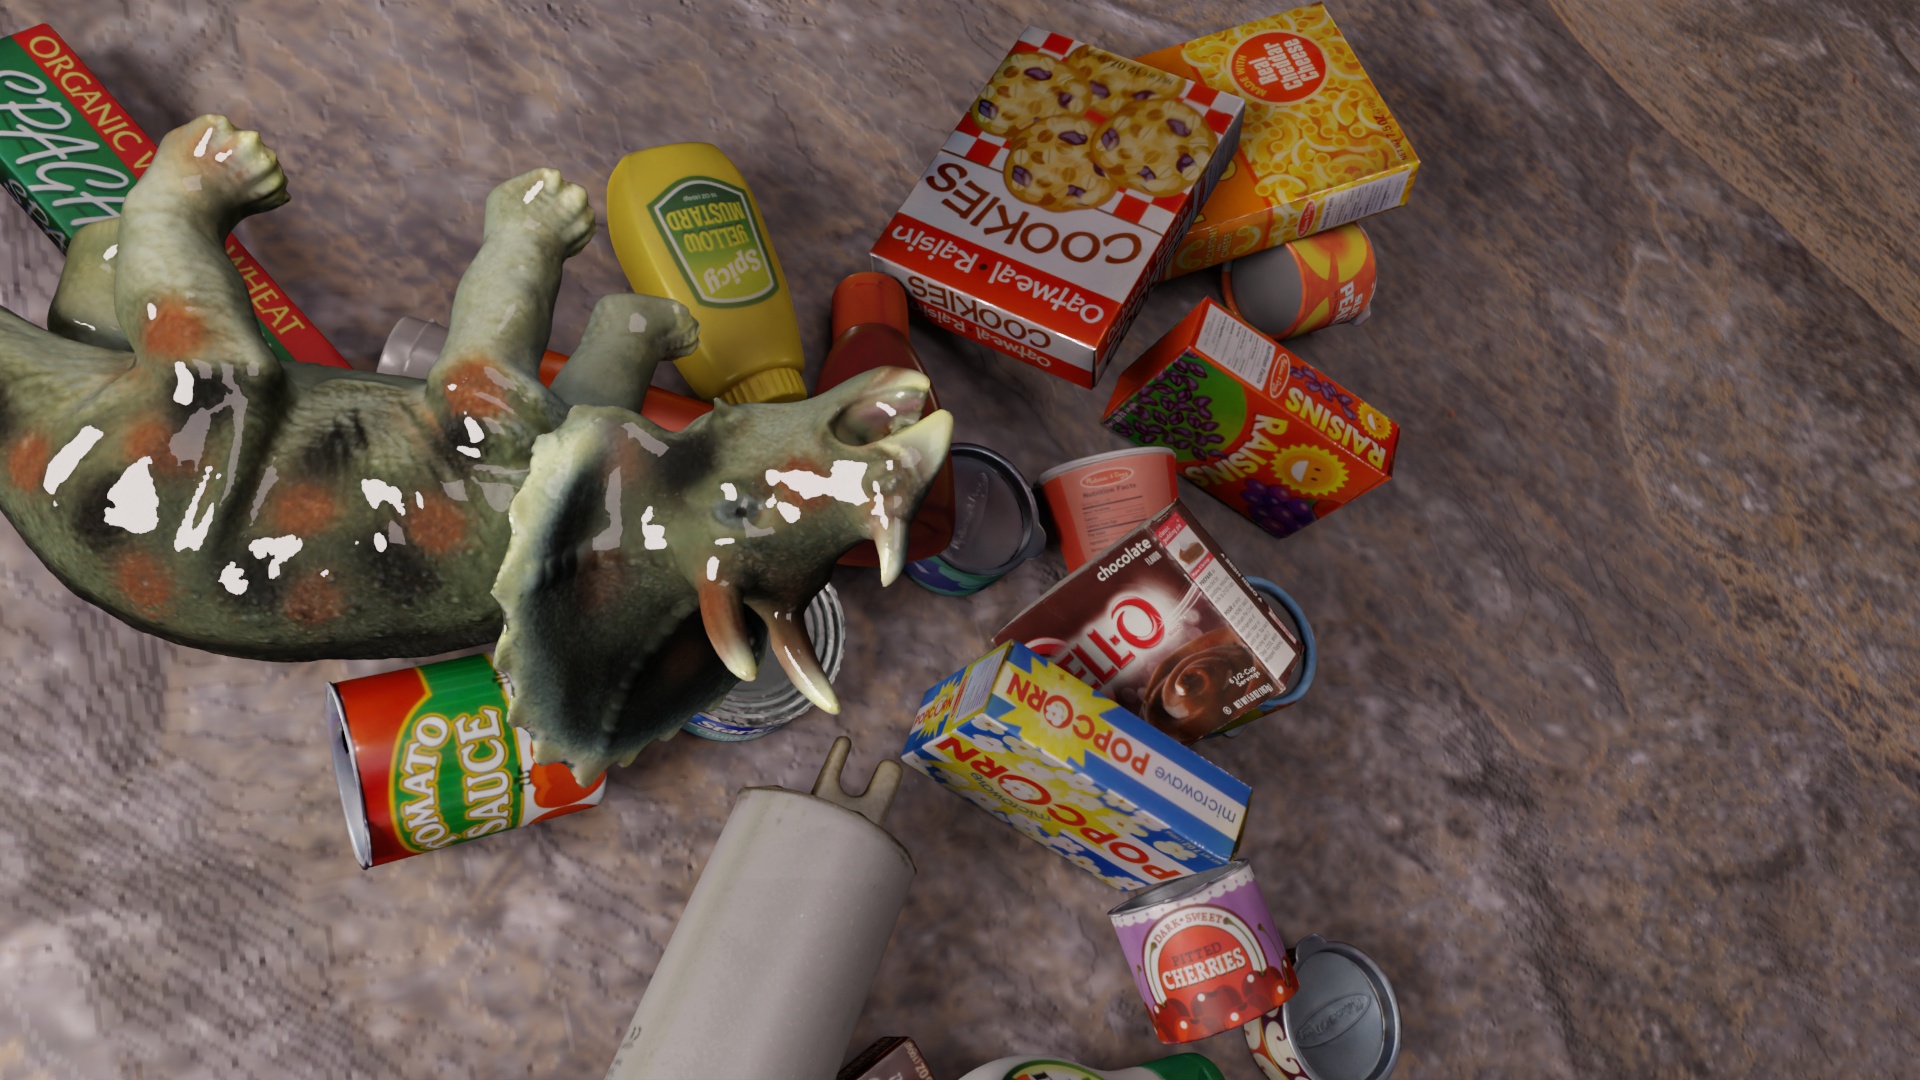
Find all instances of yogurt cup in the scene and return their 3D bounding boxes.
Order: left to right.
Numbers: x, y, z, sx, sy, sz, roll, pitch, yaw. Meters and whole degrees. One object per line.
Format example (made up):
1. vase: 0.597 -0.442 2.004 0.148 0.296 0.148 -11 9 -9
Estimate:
1. yogurt cup: 0.075 -0.011 0.668 0.072 0.072 0.054 -6 80 -29

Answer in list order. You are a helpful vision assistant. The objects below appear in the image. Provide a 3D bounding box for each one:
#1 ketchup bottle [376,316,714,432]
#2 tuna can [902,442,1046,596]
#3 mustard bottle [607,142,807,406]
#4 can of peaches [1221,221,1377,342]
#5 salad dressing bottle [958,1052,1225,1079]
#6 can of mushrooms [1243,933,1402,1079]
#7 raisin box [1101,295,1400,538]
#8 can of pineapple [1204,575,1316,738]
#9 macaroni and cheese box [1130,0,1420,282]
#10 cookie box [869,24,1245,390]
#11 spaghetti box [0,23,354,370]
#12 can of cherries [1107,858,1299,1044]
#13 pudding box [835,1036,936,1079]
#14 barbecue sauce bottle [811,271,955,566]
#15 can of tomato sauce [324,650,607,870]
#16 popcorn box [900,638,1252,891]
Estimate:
1. ketchup bottle: -0.158 -0.051 0.569 0.149 0.064 0.043 19 72 -9
2. tuna can: 0.002 -0.008 0.647 0.071 0.032 0.071 10 65 -23
3. mustard bottle: -0.104 -0.101 0.623 0.065 0.048 0.160 -20 79 -30
4. can of peaches: 0.191 -0.147 0.781 0.058 0.071 0.071 -18 78 -31
5. salad dressing bottle: 0.049 0.229 0.541 0.148 0.043 0.064 8 49 -45
6. can of mushrooms: 0.163 0.216 0.632 0.071 0.033 0.071 10 66 -23
7. raisin box: 0.148 -0.059 0.711 0.123 0.085 0.040 31 57 -12
8. can of pineapple: 0.129 0.057 0.668 0.071 0.057 0.071 10 65 -23
9. macaroni and cheese box: 0.141 -0.212 0.749 0.167 0.040 0.124 -18 64 -4
10. cookie box: 0.049 -0.168 0.691 0.123 0.040 0.168 25 68 15
11. spaghetti box: -0.293 -0.092 0.535 0.250 0.028 0.050 49 57 -1
12. can of cherries: 0.104 0.176 0.597 0.072 0.071 0.058 -15 77 -31
13. pudding box: -0.022 0.240 0.530 0.050 0.030 0.084 -27 83 -32
14. barbecue sauce bottle: -0.038 -0.059 0.622 0.065 0.043 0.149 -4 52 -2
15. can of tomato sauce: -0.177 0.075 0.499 0.083 0.071 0.071 -11 75 -30
16. popcorn box: 0.048 0.100 0.593 0.126 0.085 0.038 33 59 -11
